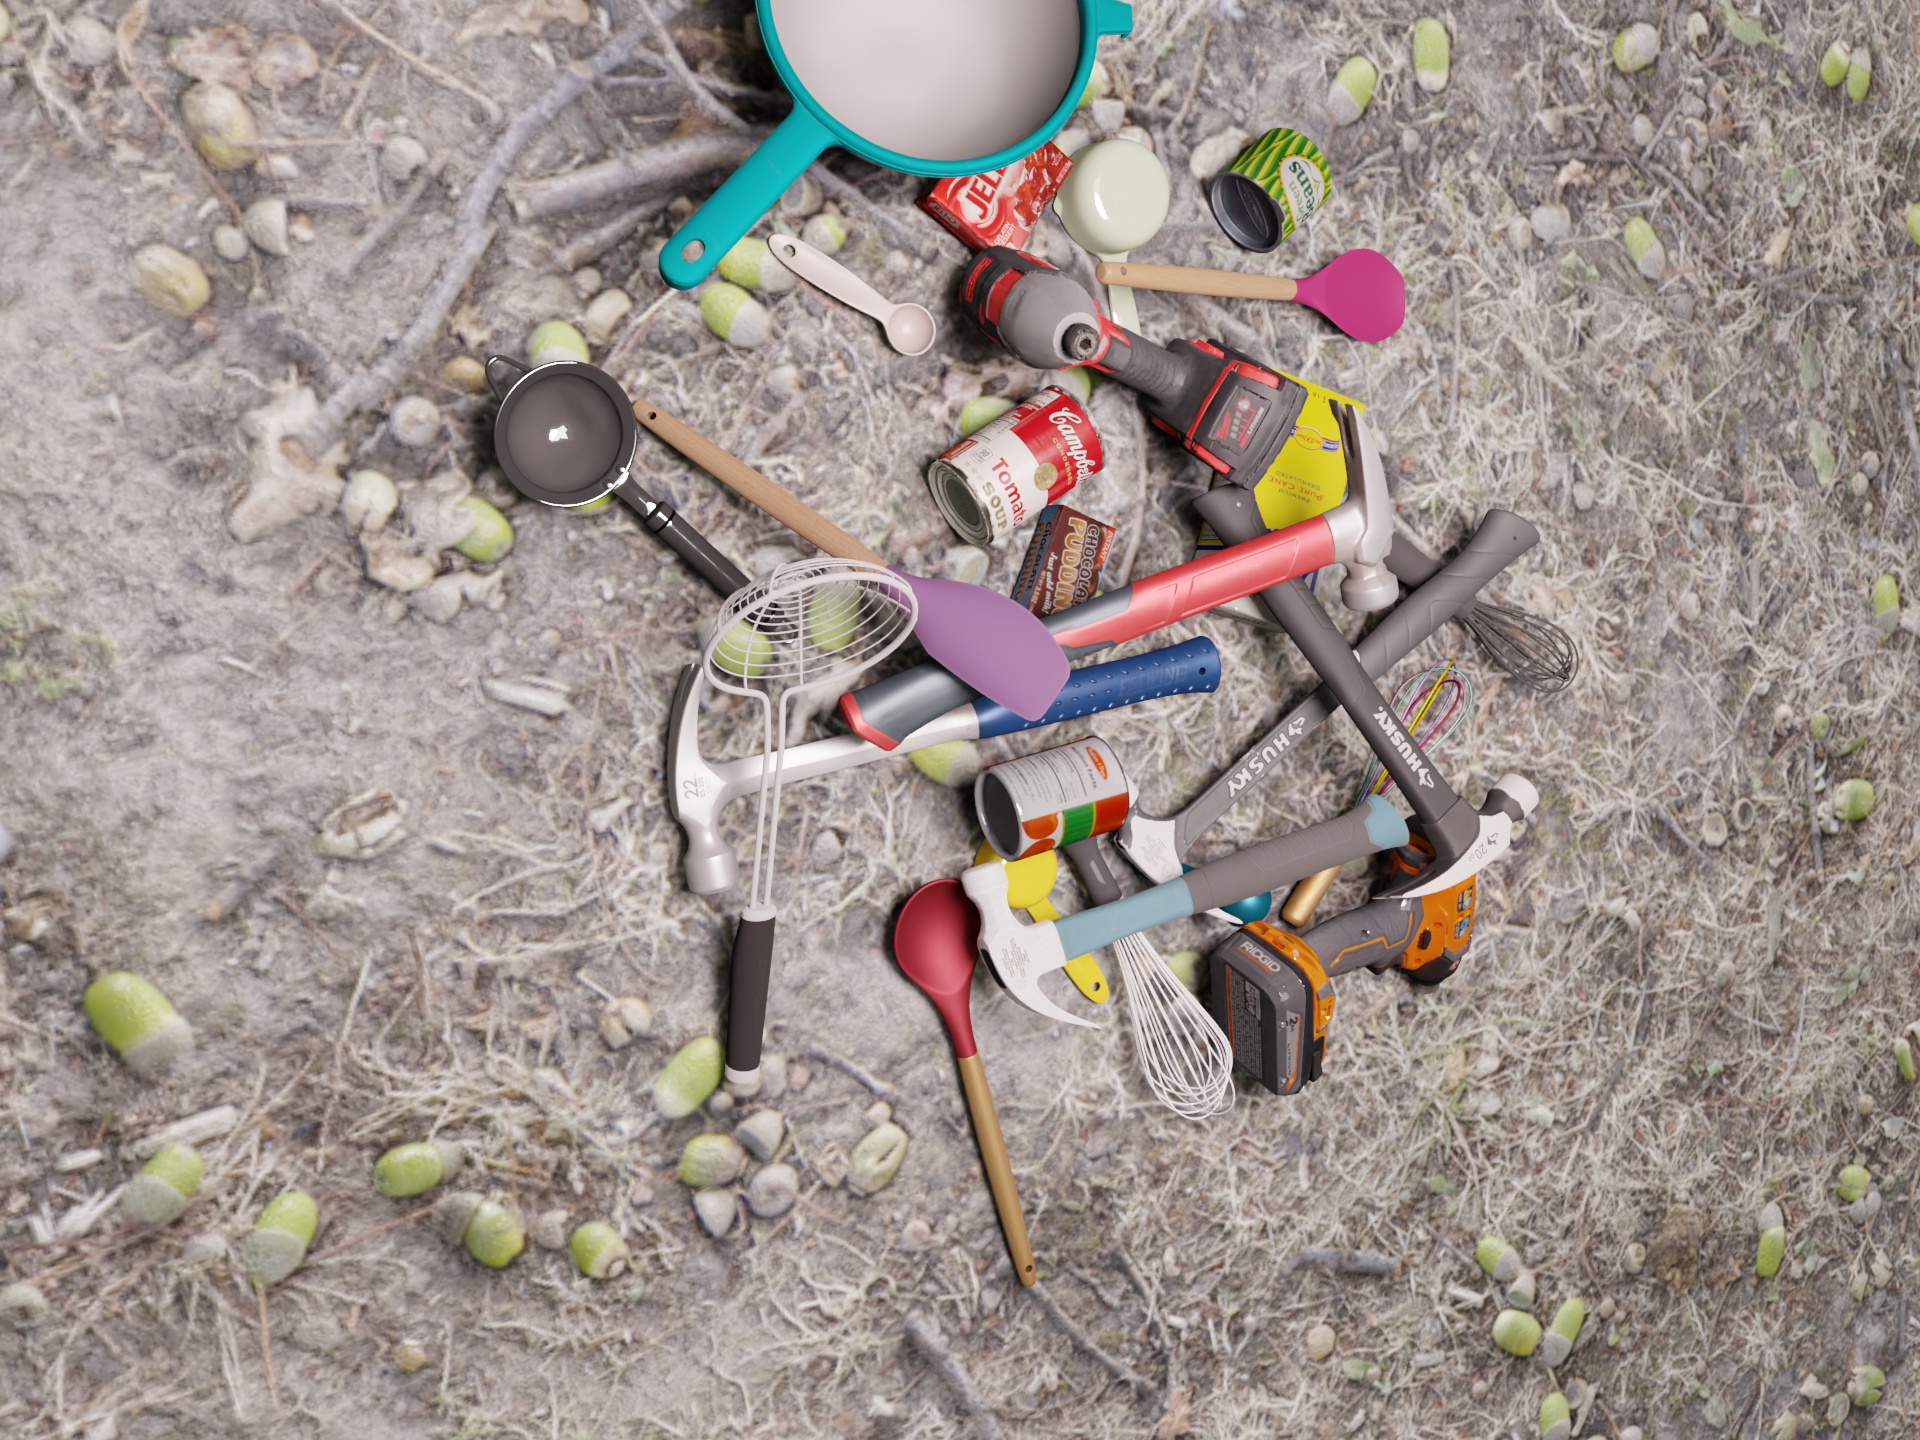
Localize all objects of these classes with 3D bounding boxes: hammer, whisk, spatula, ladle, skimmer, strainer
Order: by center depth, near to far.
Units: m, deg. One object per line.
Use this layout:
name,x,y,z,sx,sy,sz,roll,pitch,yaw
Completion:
skimmer,-0.104,0.073,0.951,0.127,0.090,0.363,-5,113,-33
strainer,-0.192,-0.129,0.974,0.258,0.050,0.087,43,82,-27
strainer,-0.068,-0.378,0.979,0.211,0.095,0.340,42,79,-8
spatula,-0.069,-0.107,0.983,0.316,0.018,0.060,34,84,-1
hammer,0.101,-0.082,1.027,0.386,0.038,0.143,-21,114,-10
hammer,-0.002,-0.003,1.074,0.405,0.035,0.144,-14,100,-23
ladle,0.013,0.255,1.107,0.069,0.031,0.315,-19,104,-20
hammer,0.168,0.116,1.108,0.331,0.033,0.128,-17,92,-18
hammer,0.268,-0.026,1.119,0.146,0.035,0.334,-40,97,-22
whisk,0.122,0.163,1.137,0.070,0.070,0.284,-30,101,-20
hammer,0.282,-0.019,1.177,0.409,0.036,0.149,-40,103,-12
whisk,0.320,0.055,1.227,0.051,0.047,0.245,35,84,-11
whisk,0.397,-0.093,1.246,0.238,0.055,0.055,31,81,-19

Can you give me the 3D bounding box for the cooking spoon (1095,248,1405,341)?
cooking spoon,0.216,-0.307,1.127,0.318,0.017,0.069,-7,98,-38

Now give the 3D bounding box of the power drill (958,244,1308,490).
power drill,0.113,-0.234,1.041,0.219,0.143,0.078,19,109,-31

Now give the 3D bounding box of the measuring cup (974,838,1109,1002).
measuring cup,0.067,0.142,1.120,0.062,0.029,0.156,-40,107,-17

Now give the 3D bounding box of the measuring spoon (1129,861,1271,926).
measuring spoon,0.181,0.122,1.175,0.128,0.021,0.042,20,86,-25

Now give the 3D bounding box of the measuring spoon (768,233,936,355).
measuring spoon,-0.072,-0.278,1.034,0.124,0.018,0.034,30,82,-17

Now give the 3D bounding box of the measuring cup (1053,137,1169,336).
measuring cup,0.116,-0.317,1.101,0.083,0.038,0.167,-15,102,-23

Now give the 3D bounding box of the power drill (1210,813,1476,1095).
power drill,0.297,0.183,1.194,0.226,0.084,0.164,-28,130,-23
